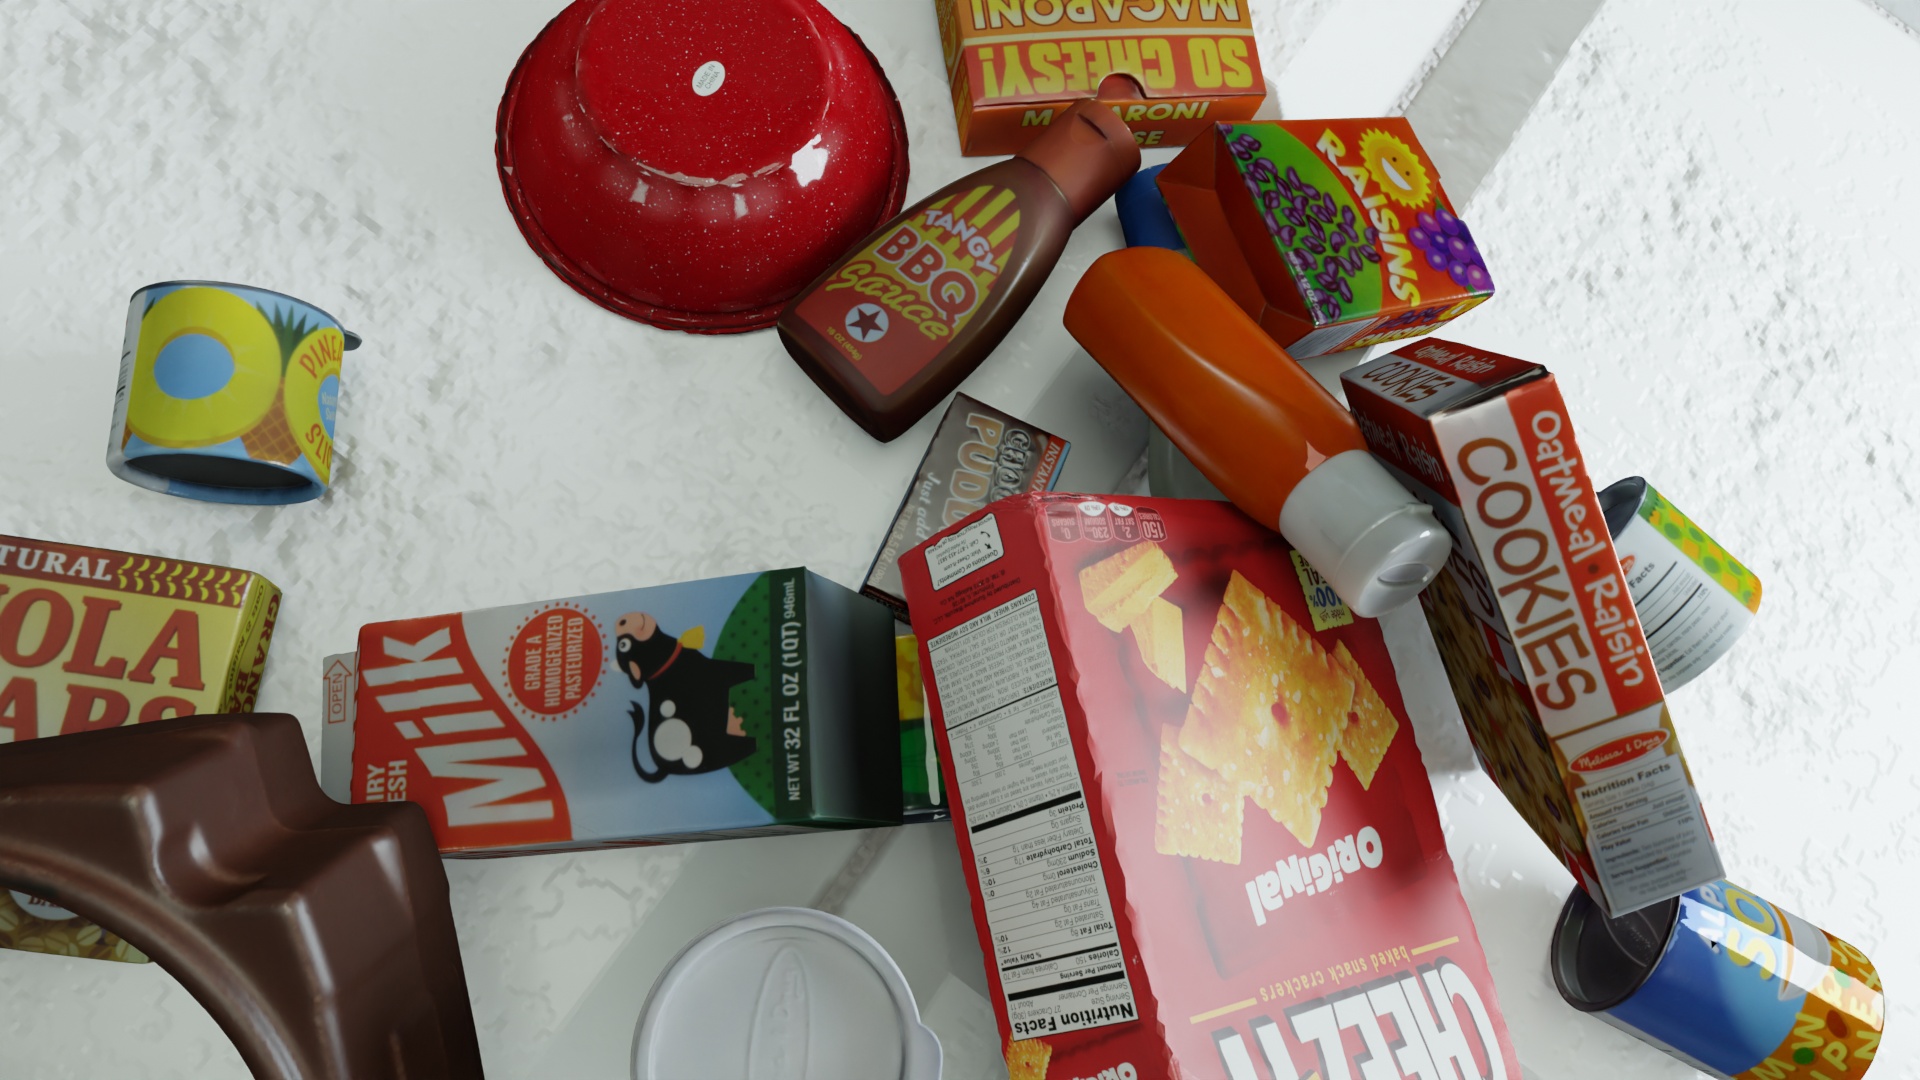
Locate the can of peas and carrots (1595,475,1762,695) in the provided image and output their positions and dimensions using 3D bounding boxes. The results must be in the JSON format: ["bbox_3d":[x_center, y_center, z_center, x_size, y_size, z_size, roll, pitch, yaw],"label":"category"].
[{"bbox_3d":[0.258,0.018,0.532,0.059,0.070,0.071,41,73,2],"label":"can of peas and carrots"}]

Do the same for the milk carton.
[{"bbox_3d":[-0.120,0.060,0.433,0.190,0.073,0.072,-8,75,15],"label":"milk carton"}]

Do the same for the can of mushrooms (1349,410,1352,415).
[{"bbox_3d":[0.177,-0.028,0.546,0.071,0.033,0.071,2,75,-9],"label":"can of mushrooms"}]

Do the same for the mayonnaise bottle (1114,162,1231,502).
[{"bbox_3d":[0.094,-0.073,0.541,0.065,0.041,0.148,-8,75,-15],"label":"mayonnaise bottle"}]

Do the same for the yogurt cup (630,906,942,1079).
[{"bbox_3d":[-0.046,0.126,0.347,0.072,0.053,0.072,2,75,-9],"label":"yogurt cup"}]

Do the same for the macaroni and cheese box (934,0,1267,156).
[{"bbox_3d":[0.050,-0.247,0.580,0.124,0.040,0.167,-6,76,-10],"label":"macaroni and cheese box"}]

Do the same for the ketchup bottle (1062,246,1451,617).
[{"bbox_3d":[0.096,-0.039,0.452,0.065,0.043,0.149,2,40,-40],"label":"ketchup bottle"}]

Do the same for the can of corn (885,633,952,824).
[{"bbox_3d":[-0.007,0.065,0.473,0.071,0.071,0.058,-2,76,-10],"label":"can of corn"}]

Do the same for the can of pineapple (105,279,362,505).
[{"bbox_3d":[-0.242,-0.047,0.464,0.071,0.071,0.058,2,76,-9],"label":"can of pineapple"}]

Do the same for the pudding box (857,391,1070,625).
[{"bbox_3d":[0.002,-0.006,0.512,0.050,0.030,0.084,26,73,-3],"label":"pudding box"}]

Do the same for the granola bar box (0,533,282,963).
[{"bbox_3d":[-0.317,0.059,0.437,0.166,0.039,0.124,9,75,-7],"label":"granola bar box"}]

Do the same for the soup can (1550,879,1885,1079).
[{"bbox_3d":[0.269,0.152,0.494,0.084,0.071,0.071,27,73,-2],"label":"soup can"}]

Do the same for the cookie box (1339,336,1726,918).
[{"bbox_3d":[0.183,0.019,0.460,0.040,0.123,0.167,-22,100,7],"label":"cookie box"}]

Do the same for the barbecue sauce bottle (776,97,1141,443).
[{"bbox_3d":[0.004,-0.107,0.524,0.149,0.043,0.065,-43,76,-10],"label":"barbecue sauce bottle"}]

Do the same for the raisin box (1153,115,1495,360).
[{"bbox_3d":[0.144,-0.118,0.538,0.124,0.040,0.086,-15,76,-39],"label":"raisin box"}]
